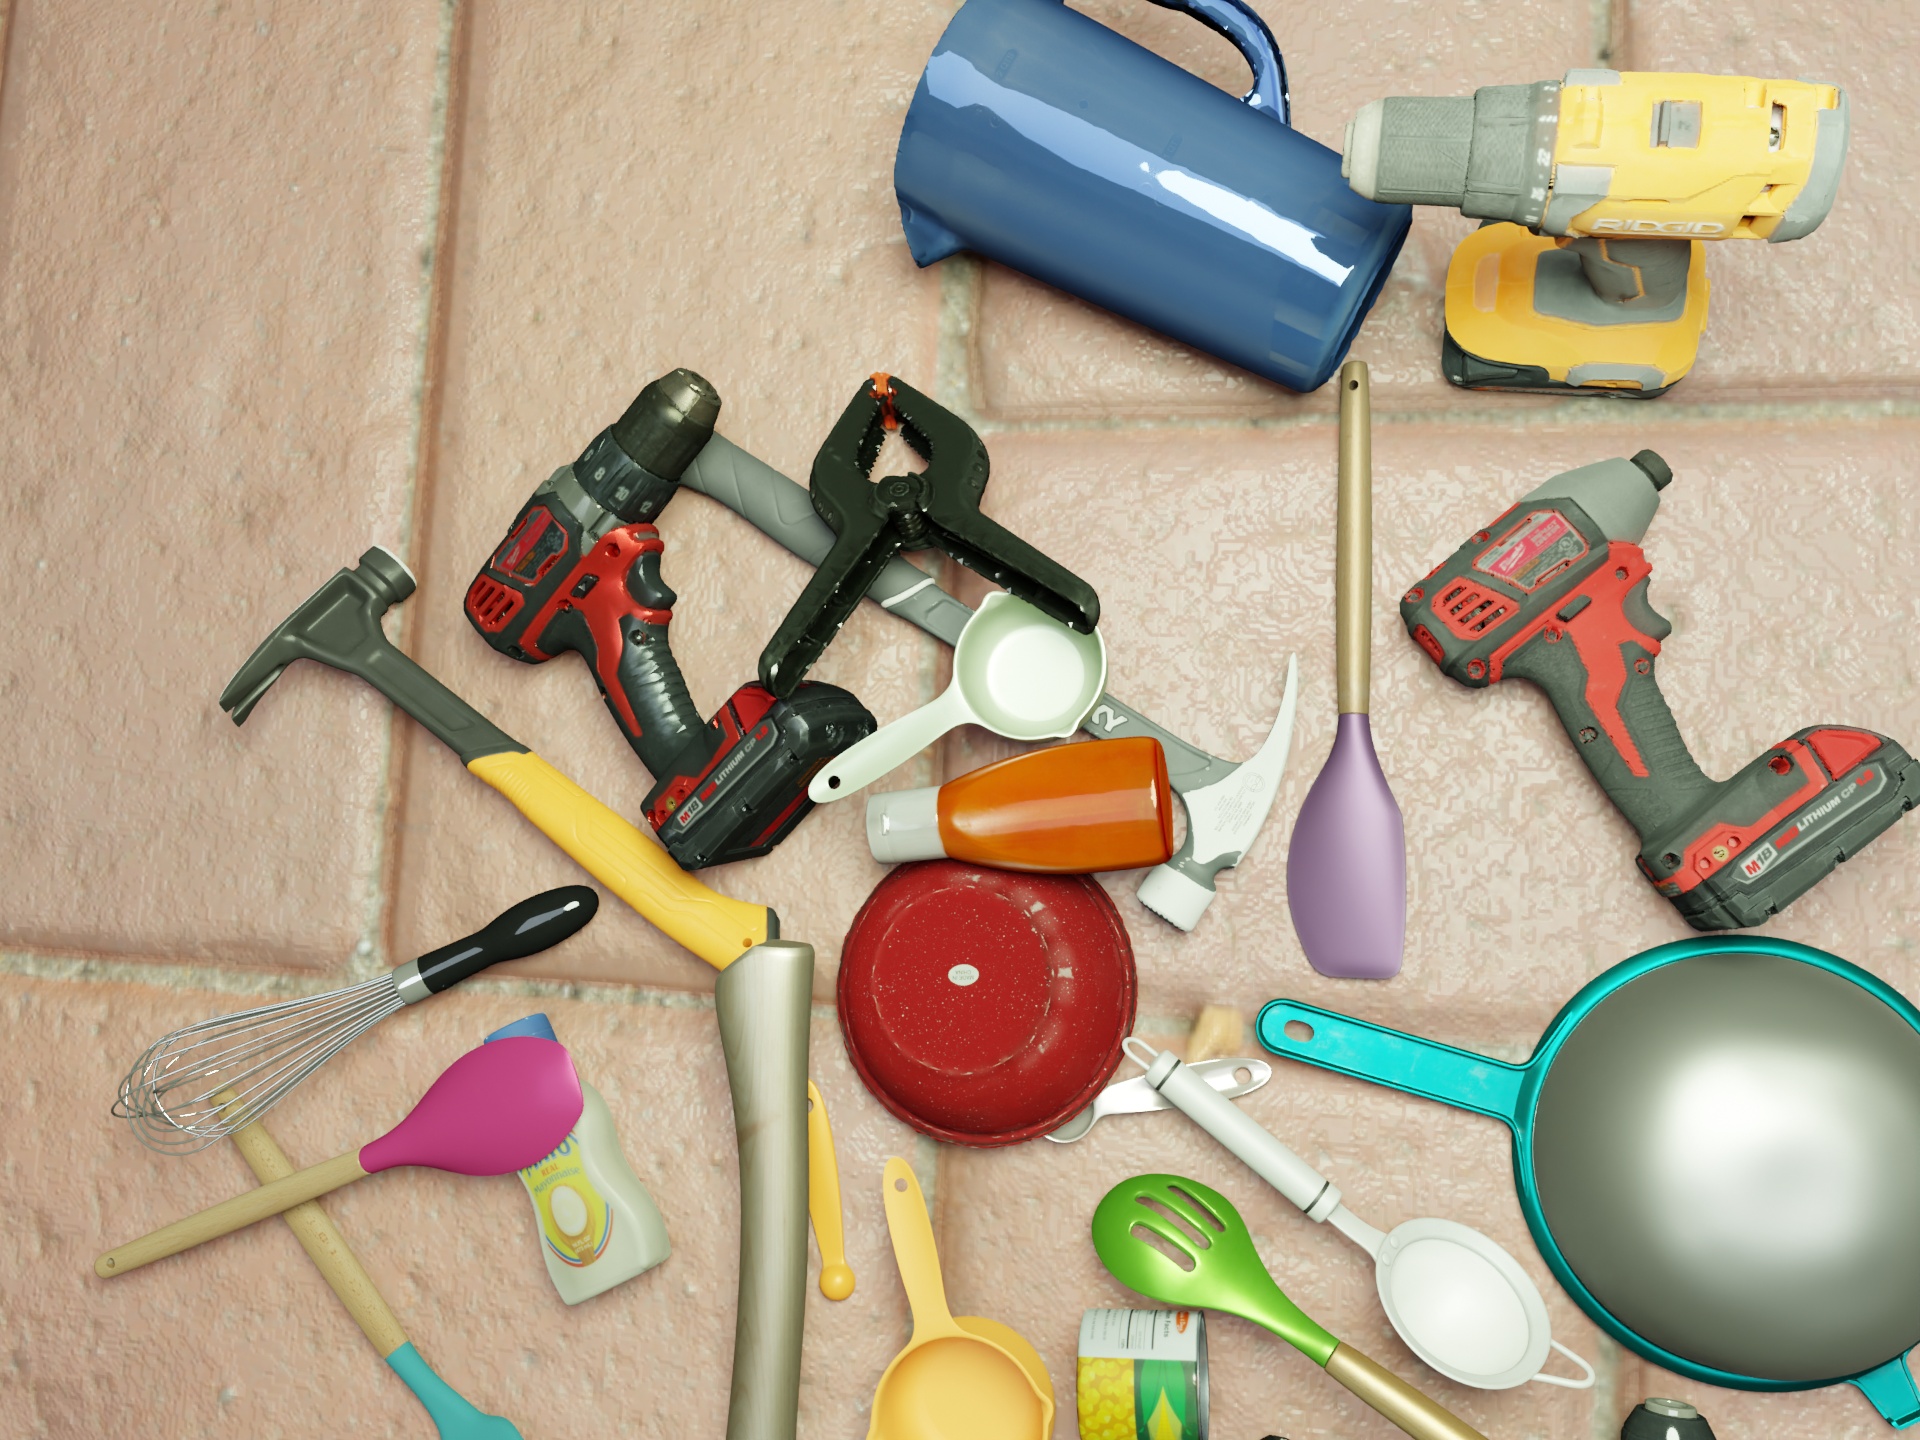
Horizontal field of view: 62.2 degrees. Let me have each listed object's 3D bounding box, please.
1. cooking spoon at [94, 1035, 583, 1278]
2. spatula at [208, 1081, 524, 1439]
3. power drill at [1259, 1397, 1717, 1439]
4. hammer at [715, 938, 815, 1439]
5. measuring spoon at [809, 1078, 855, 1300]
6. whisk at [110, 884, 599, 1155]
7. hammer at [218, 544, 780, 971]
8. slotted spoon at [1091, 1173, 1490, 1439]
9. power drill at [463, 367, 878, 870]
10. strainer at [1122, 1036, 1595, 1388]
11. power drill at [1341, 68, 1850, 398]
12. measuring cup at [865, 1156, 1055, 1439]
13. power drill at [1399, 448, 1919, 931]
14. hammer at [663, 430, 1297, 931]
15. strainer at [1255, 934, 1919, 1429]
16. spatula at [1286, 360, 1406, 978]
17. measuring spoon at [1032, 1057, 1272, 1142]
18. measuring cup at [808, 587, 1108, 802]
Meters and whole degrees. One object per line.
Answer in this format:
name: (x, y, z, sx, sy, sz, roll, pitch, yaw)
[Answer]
cooking spoon: (-0.342, 0.247, 0.863, 0.319, 0.017, 0.069, -24, 79, 13)
spatula: (-0.326, 0.324, 0.867, 0.082, 0.044, 0.318, -43, 77, 5)
power drill: (0.238, 0.401, 0.727, 0.228, 0.080, 0.191, 4, 80, 10)
hammer: (-0.089, 0.319, 0.805, 0.146, 0.038, 0.410, 2, 89, 10)
measuring spoon: (-0.074, 0.247, 0.839, 0.021, 0.011, 0.117, -12, 82, 10)
whisk: (-0.329, 0.157, 0.874, 0.284, 0.070, 0.070, -25, 80, -2)
hammer: (-0.241, 0.040, 0.870, 0.337, 0.034, 0.127, 35, 67, 10)
slotted spoon: (0.194, 0.304, 0.725, 0.314, 0.031, 0.070, 31, 50, 26)
power drill: (-0.145, -0.054, 0.840, 0.188, 0.080, 0.227, -46, 74, 18)
strainer: (0.181, 0.237, 0.766, 0.258, 0.087, 0.050, 38, 132, 14)
power drill: (0.263, -0.216, 0.711, 0.185, 0.226, 0.084, 6, 85, 12)
measuring cup: (-0.007, 0.304, 0.800, 0.095, 0.052, 0.174, -17, 79, 9)
power drill: (0.332, -0.019, 0.755, 0.143, 0.078, 0.220, -40, 75, 5)
hammer: (-0.009, -0.062, 0.849, 0.409, 0.036, 0.149, 34, 90, 13)
strainer: (0.303, 0.187, 0.726, 0.340, 0.095, 0.211, 15, 87, 11)
spatula: (0.198, -0.028, 0.811, 0.060, 0.018, 0.316, 0, 84, 22)
measuring spoon: (0.097, 0.190, 0.812, 0.124, 0.018, 0.034, -11, 74, 3)
measuring cup: (-0.001, -0.003, 0.803, 0.167, 0.038, 0.083, -31, 77, 7)
